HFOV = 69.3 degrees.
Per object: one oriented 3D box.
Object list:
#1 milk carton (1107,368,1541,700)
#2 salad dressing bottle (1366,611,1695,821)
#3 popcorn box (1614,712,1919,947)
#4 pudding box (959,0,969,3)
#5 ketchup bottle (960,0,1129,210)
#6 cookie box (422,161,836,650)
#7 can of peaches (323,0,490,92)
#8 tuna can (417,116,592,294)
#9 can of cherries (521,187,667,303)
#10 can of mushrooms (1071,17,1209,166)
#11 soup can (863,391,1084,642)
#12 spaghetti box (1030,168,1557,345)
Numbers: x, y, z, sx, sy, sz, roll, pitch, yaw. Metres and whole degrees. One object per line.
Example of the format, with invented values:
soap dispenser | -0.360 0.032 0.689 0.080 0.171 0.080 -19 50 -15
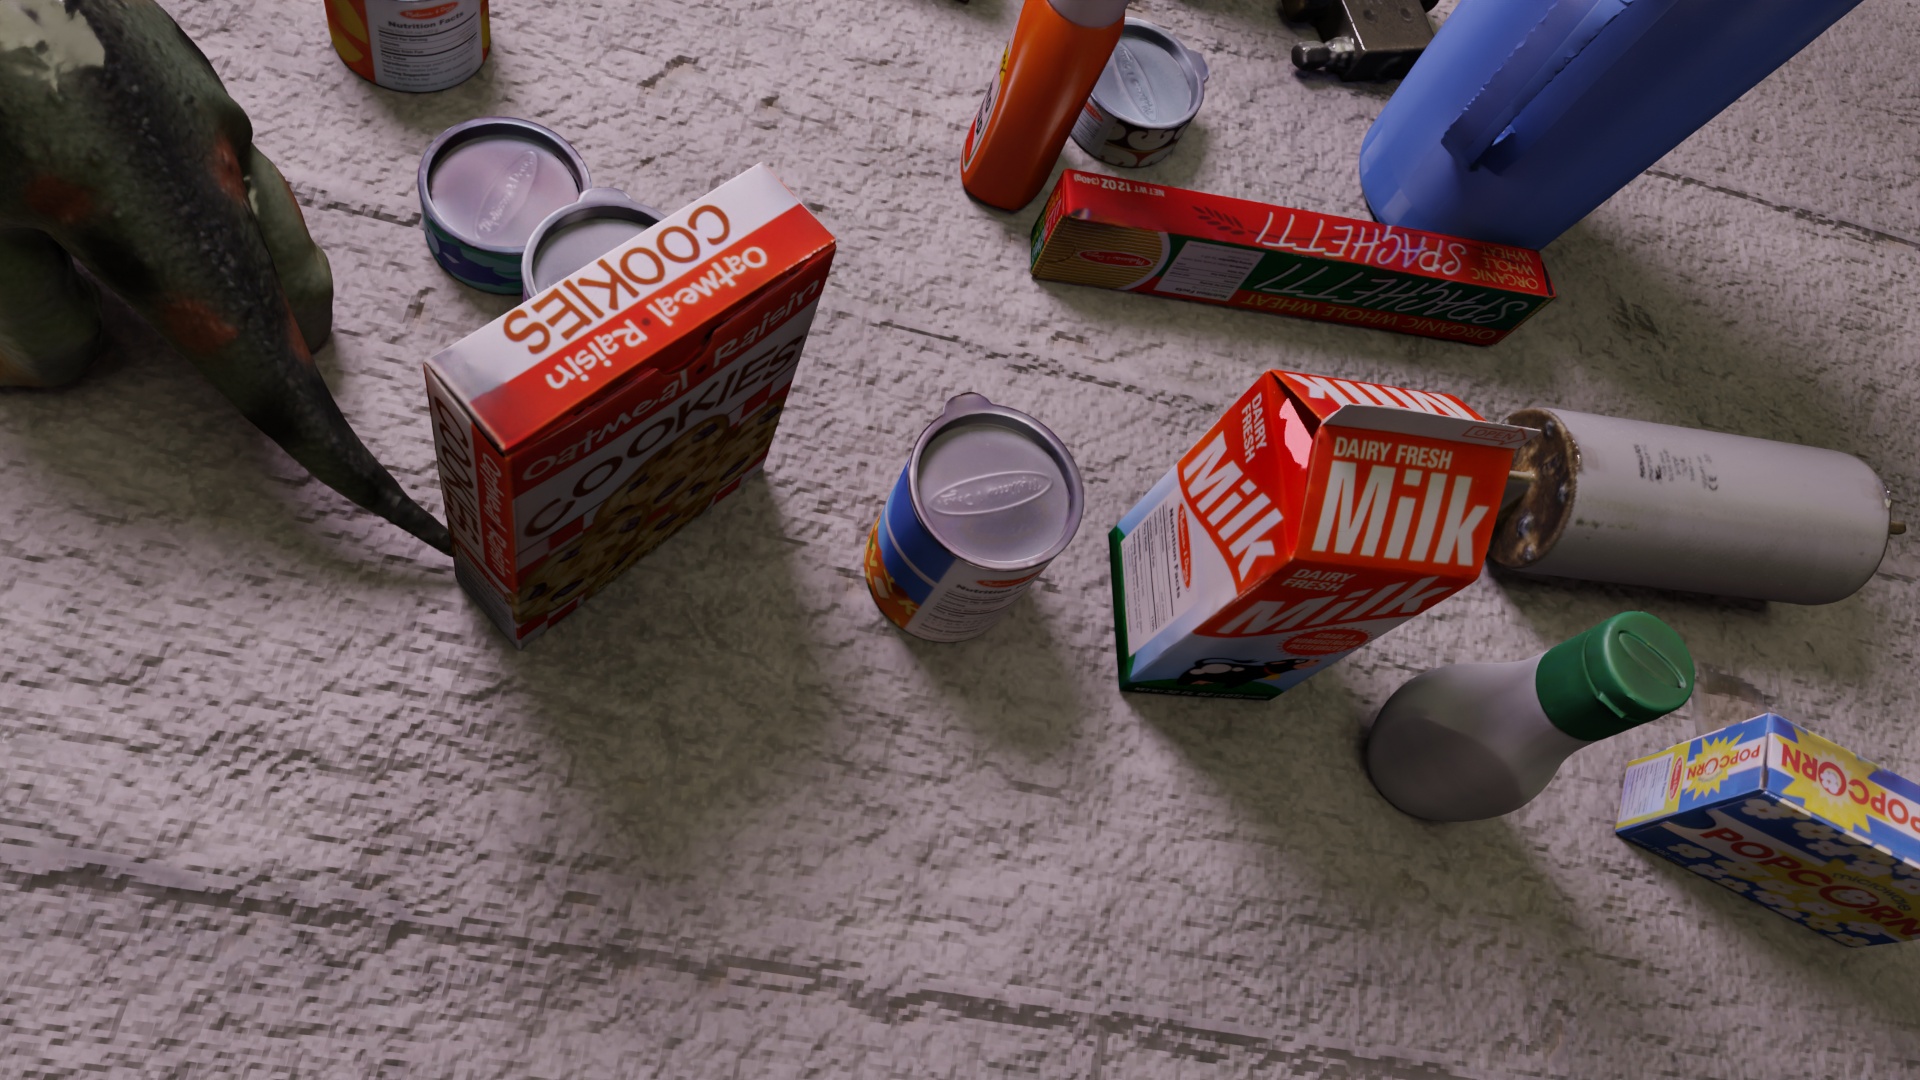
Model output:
milk carton | 0.123 -0.003 0.510 0.072 0.189 0.074 5 66 -15
salad dressing bottle | 0.212 0.068 0.530 0.064 0.147 0.044 42 63 3
popcorn box | 0.360 0.125 0.585 0.127 0.085 0.038 26 63 -5
pudding box | -0.025 -0.302 0.676 0.084 0.049 0.030 18 64 -9
ketchup bottle | 0.041 -0.209 0.599 0.043 0.148 0.065 22 63 -7
cookie box | -0.111 -0.038 0.468 0.040 0.166 0.123 47 63 6
can of peaches | -0.231 -0.233 0.578 0.071 0.057 0.071 6 66 -14
tuna can | -0.182 -0.135 0.565 0.071 0.032 0.071 6 66 -14
can of cherries | -0.137 -0.092 0.545 0.071 0.058 0.072 6 66 -14
can of mushrooms | 0.085 -0.220 0.682 0.071 0.033 0.071 6 66 -14
soup can | 0.002 -0.007 0.535 0.071 0.083 0.071 6 66 -14
spaghetti box | 0.158 -0.130 0.655 0.250 0.050 0.029 6 66 -14
